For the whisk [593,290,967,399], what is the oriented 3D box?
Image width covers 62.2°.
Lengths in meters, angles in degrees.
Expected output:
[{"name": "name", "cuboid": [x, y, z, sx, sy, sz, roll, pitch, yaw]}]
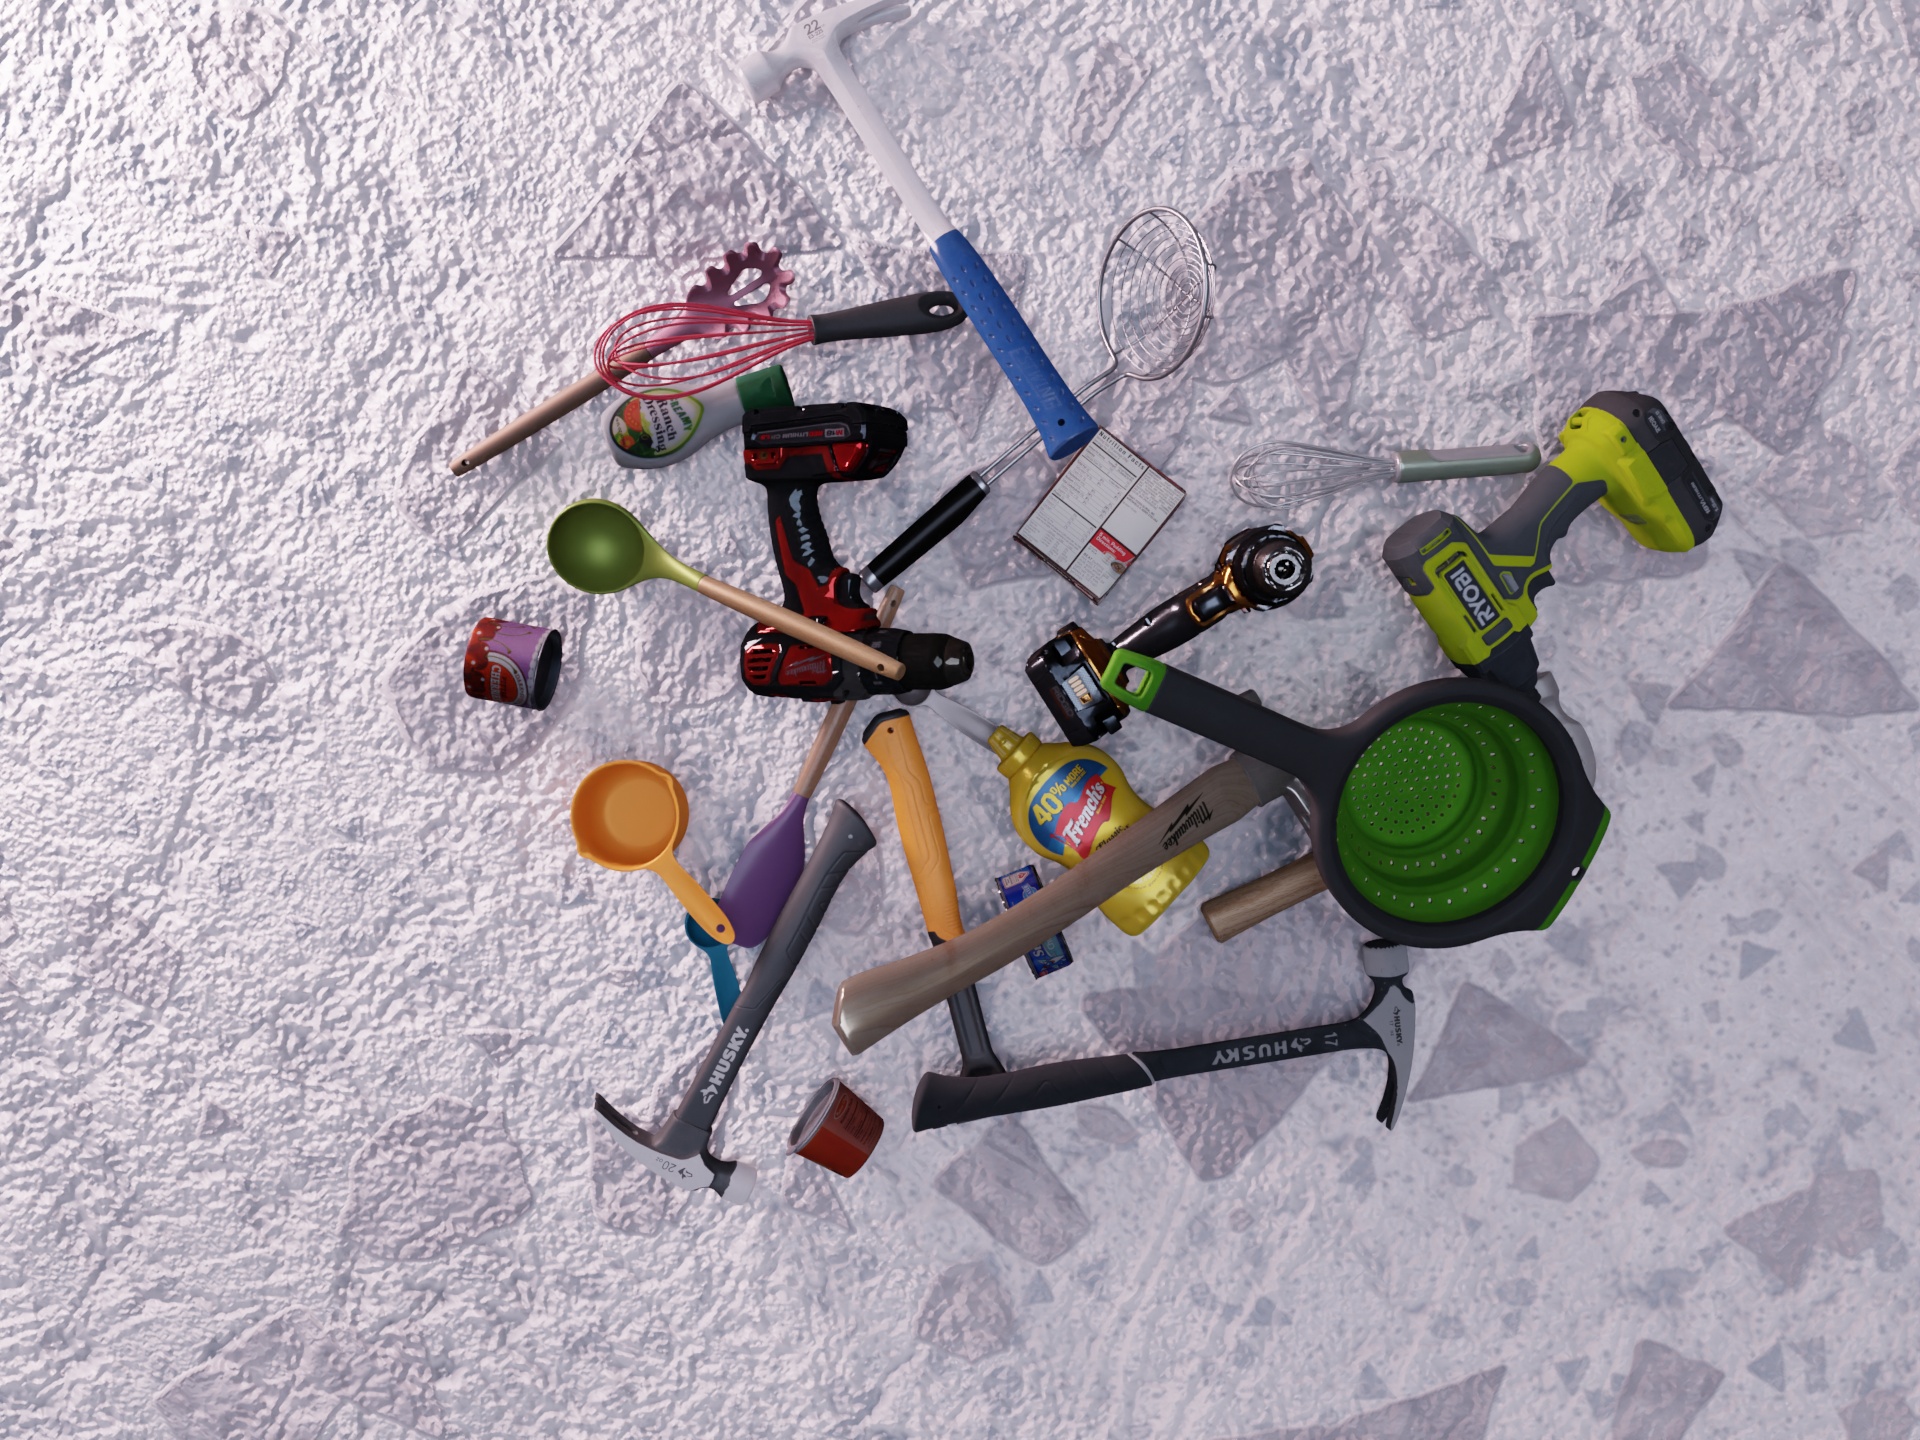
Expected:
[{"name": "whisk", "cuboid": [-0.133, -0.295, 1.218, 0.295, 0.073, 0.073, -13, 93, -15]}]

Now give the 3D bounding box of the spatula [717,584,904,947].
[{"name": "spatula", "cuboid": [-0.115, 0.037, 1.276, 0.059, 0.018, 0.316, 23, 92, -26]}]

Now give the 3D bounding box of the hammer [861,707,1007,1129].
[{"name": "hammer", "cuboid": [-0.007, 0.153, 1.274, 0.127, 0.034, 0.337, -15, 92, 3]}]

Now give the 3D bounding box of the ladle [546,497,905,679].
[{"name": "ladle", "cuboid": [-0.181, -0.091, 1.199, 0.320, 0.062, 0.078, 24, 118, 25]}]

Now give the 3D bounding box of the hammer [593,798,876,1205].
[{"name": "hammer", "cuboid": [-0.164, 0.215, 1.267, 0.146, 0.035, 0.335, 27, 93, -13]}]

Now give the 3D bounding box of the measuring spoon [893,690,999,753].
[{"name": "measuring spoon", "cuboid": [-0.002, -0.004, 1.278, 0.124, 0.018, 0.034, 33, 92, -7]}]

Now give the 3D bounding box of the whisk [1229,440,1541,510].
[{"name": "whisk", "cuboid": [0.332, -0.198, 1.242, 0.246, 0.058, 0.059, -5, 128, -2]}]

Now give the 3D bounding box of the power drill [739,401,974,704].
[{"name": "power drill", "cuboid": [-0.081, -0.125, 1.218, 0.188, 0.080, 0.226, 1, 95, 23]}]

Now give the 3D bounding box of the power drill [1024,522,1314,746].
[{"name": "power drill", "cuboid": [0.161, -0.070, 1.185, 0.226, 0.185, 0.084, -32, 93, 6]}]

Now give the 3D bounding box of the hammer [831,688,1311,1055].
[{"name": "hammer", "cuboid": [0.092, 0.137, 1.192, 0.410, 0.038, 0.146, -30, 87, -13]}]

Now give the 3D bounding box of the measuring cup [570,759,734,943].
[{"name": "measuring cup", "cuboid": [-0.233, 0.107, 1.264, 0.095, 0.052, 0.173, -40, 89, 3]}]

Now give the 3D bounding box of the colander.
[{"name": "colander", "cuboid": [0.276, 0.028, 1.170, 0.397, 0.094, 0.204, 23, 102, -12]}]

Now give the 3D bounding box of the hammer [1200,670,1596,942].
[{"name": "hammer", "cuboid": [0.347, 0.092, 1.263, 0.331, 0.031, 0.130, -27, 92, 3]}]

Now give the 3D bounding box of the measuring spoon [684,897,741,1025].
[{"name": "measuring spoon", "cuboid": [-0.195, 0.204, 1.292, 0.042, 0.021, 0.128, -16, 102, -19]}]

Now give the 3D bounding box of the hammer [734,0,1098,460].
[{"name": "hammer", "cuboid": [-0.013, -0.377, 1.206, 0.144, 0.035, 0.406, -32, 79, 2]}]

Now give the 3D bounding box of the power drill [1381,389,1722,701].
[{"name": "power drill", "cuboid": [0.453, -0.129, 1.209, 0.223, 0.080, 0.171, -38, 103, -2]}]

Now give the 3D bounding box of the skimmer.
[{"name": "skimmer", "cuboid": [0.048, -0.238, 1.224, 0.363, 0.090, 0.127, -41, 54, 6]}]

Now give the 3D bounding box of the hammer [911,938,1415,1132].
[{"name": "hammer", "cuboid": [0.162, 0.275, 1.250, 0.409, 0.036, 0.149, -8, 95, -6]}]

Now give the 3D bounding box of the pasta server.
[{"name": "pasta server", "cuboid": [-0.270, -0.278, 1.256, 0.316, 0.040, 0.060, -30, 103, 4]}]
